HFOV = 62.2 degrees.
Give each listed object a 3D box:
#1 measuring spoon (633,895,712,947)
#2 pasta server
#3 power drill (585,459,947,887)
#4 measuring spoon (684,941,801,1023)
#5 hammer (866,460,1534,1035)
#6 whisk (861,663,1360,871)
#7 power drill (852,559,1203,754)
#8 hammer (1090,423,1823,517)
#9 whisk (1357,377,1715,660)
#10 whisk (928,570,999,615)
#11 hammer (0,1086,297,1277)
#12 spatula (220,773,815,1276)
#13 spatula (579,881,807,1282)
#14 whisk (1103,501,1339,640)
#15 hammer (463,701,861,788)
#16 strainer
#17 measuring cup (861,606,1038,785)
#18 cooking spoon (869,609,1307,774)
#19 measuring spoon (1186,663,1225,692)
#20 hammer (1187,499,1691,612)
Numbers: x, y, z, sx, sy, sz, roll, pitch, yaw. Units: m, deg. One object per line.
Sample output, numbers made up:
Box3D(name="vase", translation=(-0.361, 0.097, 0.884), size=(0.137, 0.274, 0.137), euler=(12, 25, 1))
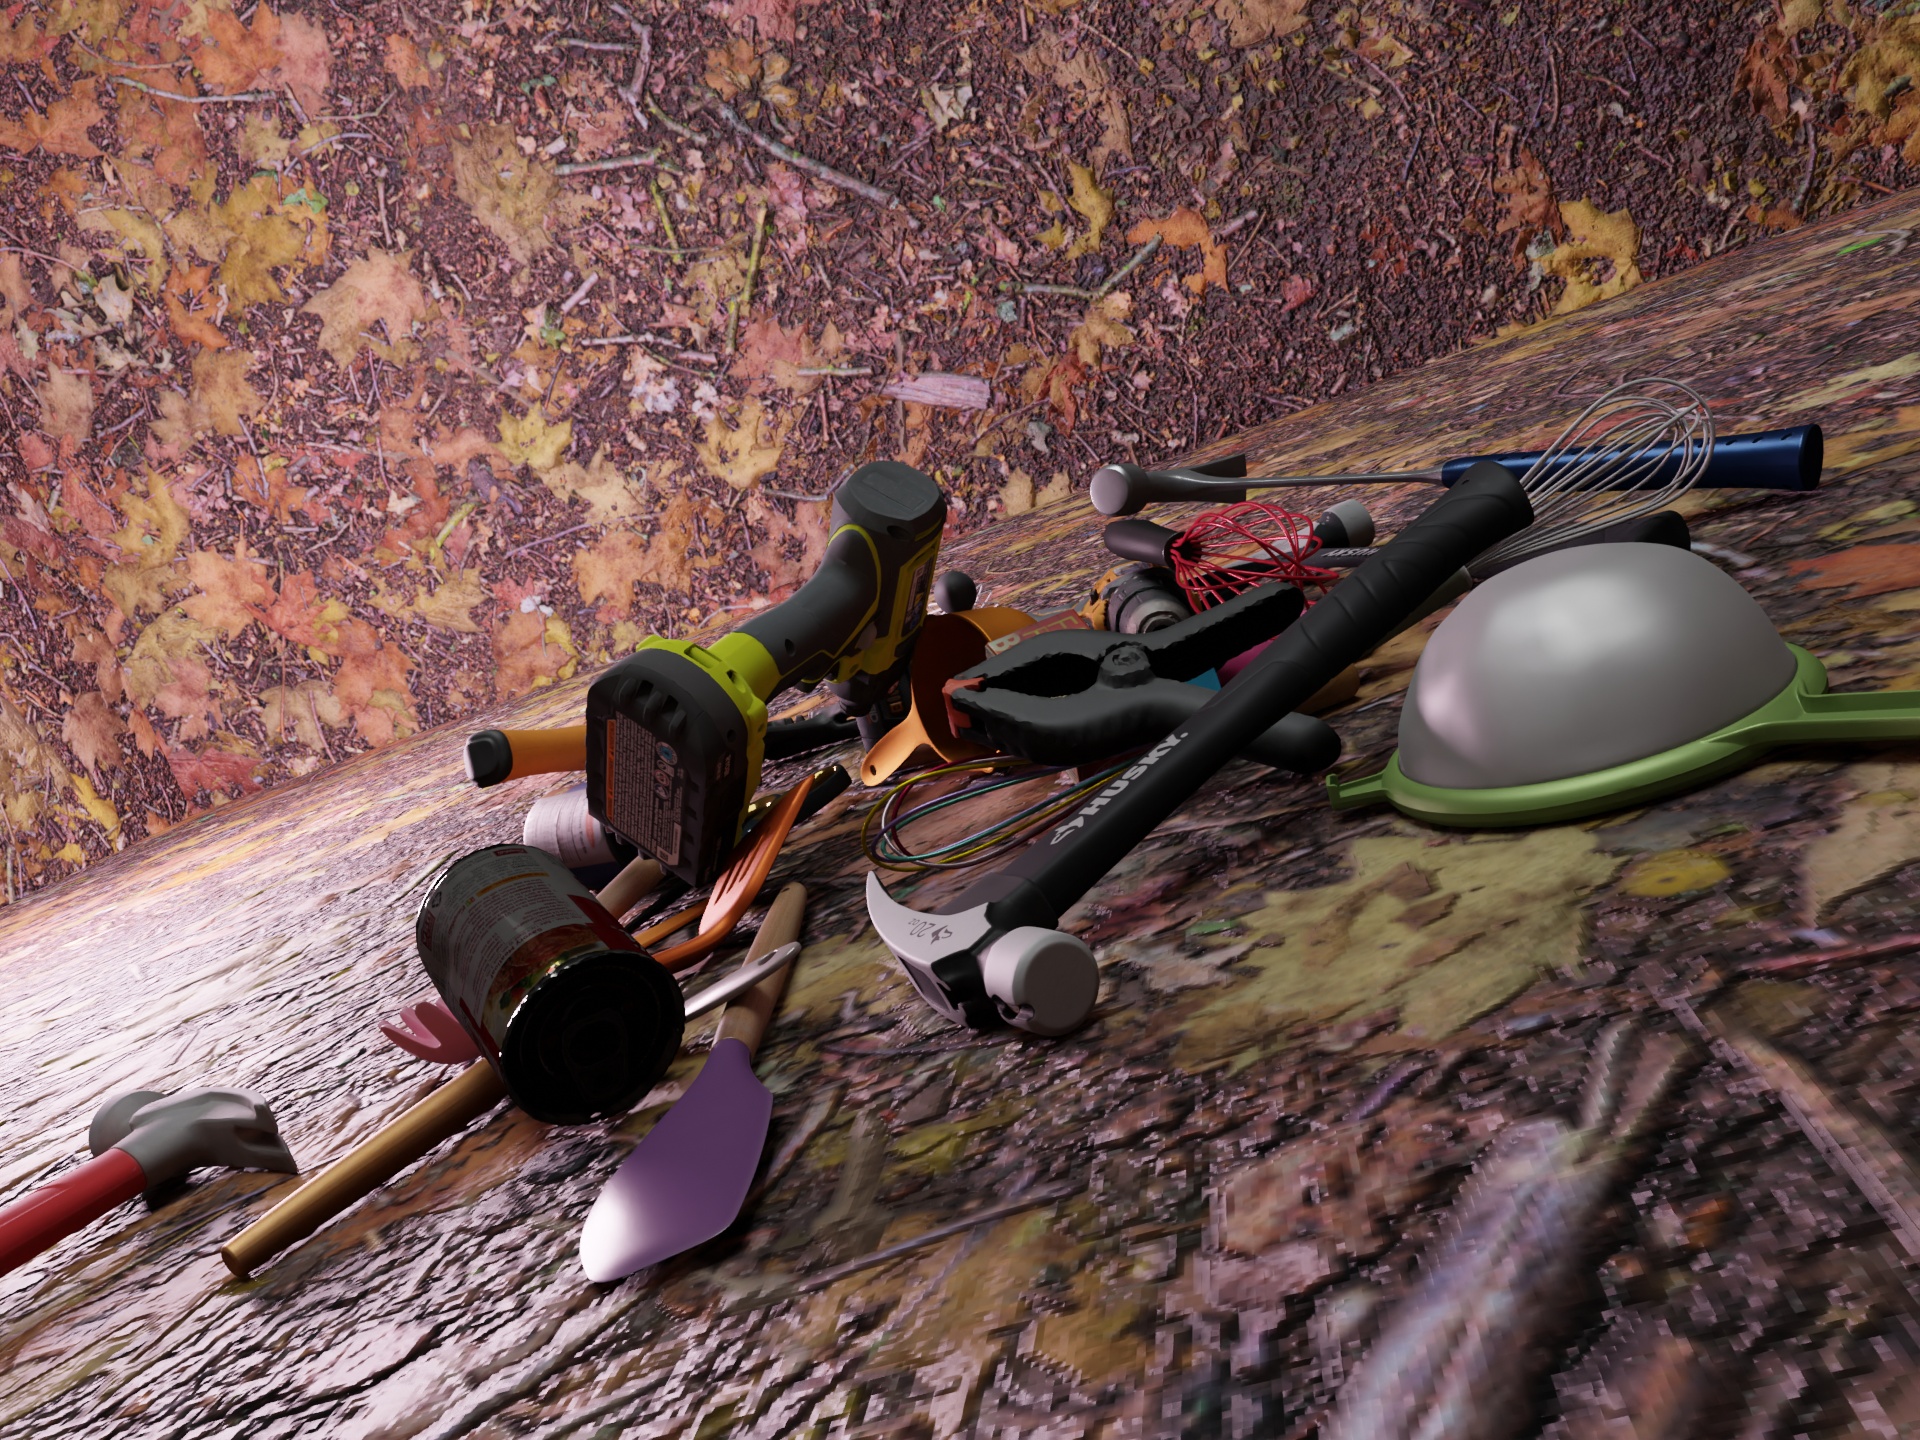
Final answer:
Box3D(name="measuring spoon", translation=(-0.149, 0.100, 0.804), size=(0.117, 0.011, 0.021), euler=(-29, 12, -36))
Box3D(name="pasta server", translation=(-0.186, 0.091, 0.808), size=(0.060, 0.040, 0.316), euler=(-31, 8, 21))
Box3D(name="power drill", translation=(-0.095, -0.020, 0.852), size=(0.223, 0.080, 0.171), euler=(-44, -21, -40))
Box3D(name="measuring spoon", translation=(-0.107, 0.104, 0.604), size=(0.124, 0.018, 0.034), euler=(-30, 11, 31))
Box3D(name="hammer", translation=(0.105, -0.004, 0.607), size=(0.335, 0.035, 0.146), euler=(-38, 17, -23))
Box3D(name="whisk", translation=(0.071, 0.016, 0.723), size=(0.245, 0.047, 0.051), euler=(-19, 8, -10))
Box3D(name="power drill", translation=(0.041, -0.044, 1.002), size=(0.226, 0.084, 0.185), euler=(-15, 11, 4))
Box3D(name="hammer", translation=(0.281, -0.146, 0.937), size=(0.406, 0.035, 0.144), euler=(4, 12, 41))
Box3D(name="whisk", translation=(0.242, -0.078, 0.755), size=(0.246, 0.059, 0.058), euler=(-34, 2, 12))
Box3D(name="whisk", translation=(-0.001, -0.086, 1.216), size=(0.070, 0.070, 0.284), euler=(-21, -2, 2))
Box3D(name="hammer", translation=(-0.426, 0.241, 0.552), size=(0.143, 0.038, 0.386), euler=(-10, 15, 40))
Box3D(name="spatula", translation=(-0.166, 0.118, 0.665), size=(0.322, 0.041, 0.081), euler=(-35, -5, -47))
Box3D(name="spatula", translation=(-0.082, 0.114, 0.582), size=(0.060, 0.018, 0.316), euler=(-24, 11, 7))
Box3D(name="whisk", translation=(0.132, -0.092, 0.892), size=(0.073, 0.073, 0.296), euler=(-22, 14, -7))
Box3D(name="hammer", translation=(-0.180, 0.013, 1.017), size=(0.127, 0.034, 0.336), euler=(-15, -5, 27))
Box3D(name="strainer", translation=(0.237, -0.024, 0.511), size=(0.151, 0.069, 0.256), euler=(-26, 9, -24))
Box3D(name="measuring cup", translation=(-0.001, -0.003, 0.912), size=(0.052, 0.095, 0.173), euler=(-14, -16, -35))
Box3D(name="cooking spoon", translation=(0.081, -0.010, 0.903), size=(0.319, 0.017, 0.069), euler=(-16, 28, 29))
Box3D(name="measuring spoon", translation=(0.124, -0.013, 0.810), size=(0.042, 0.021, 0.129), euler=(-13, 28, 11))
Box3D(name="hammer", translation=(0.269, -0.096, 0.931), size=(0.149, 0.036, 0.409), euler=(-24, 11, -12))
